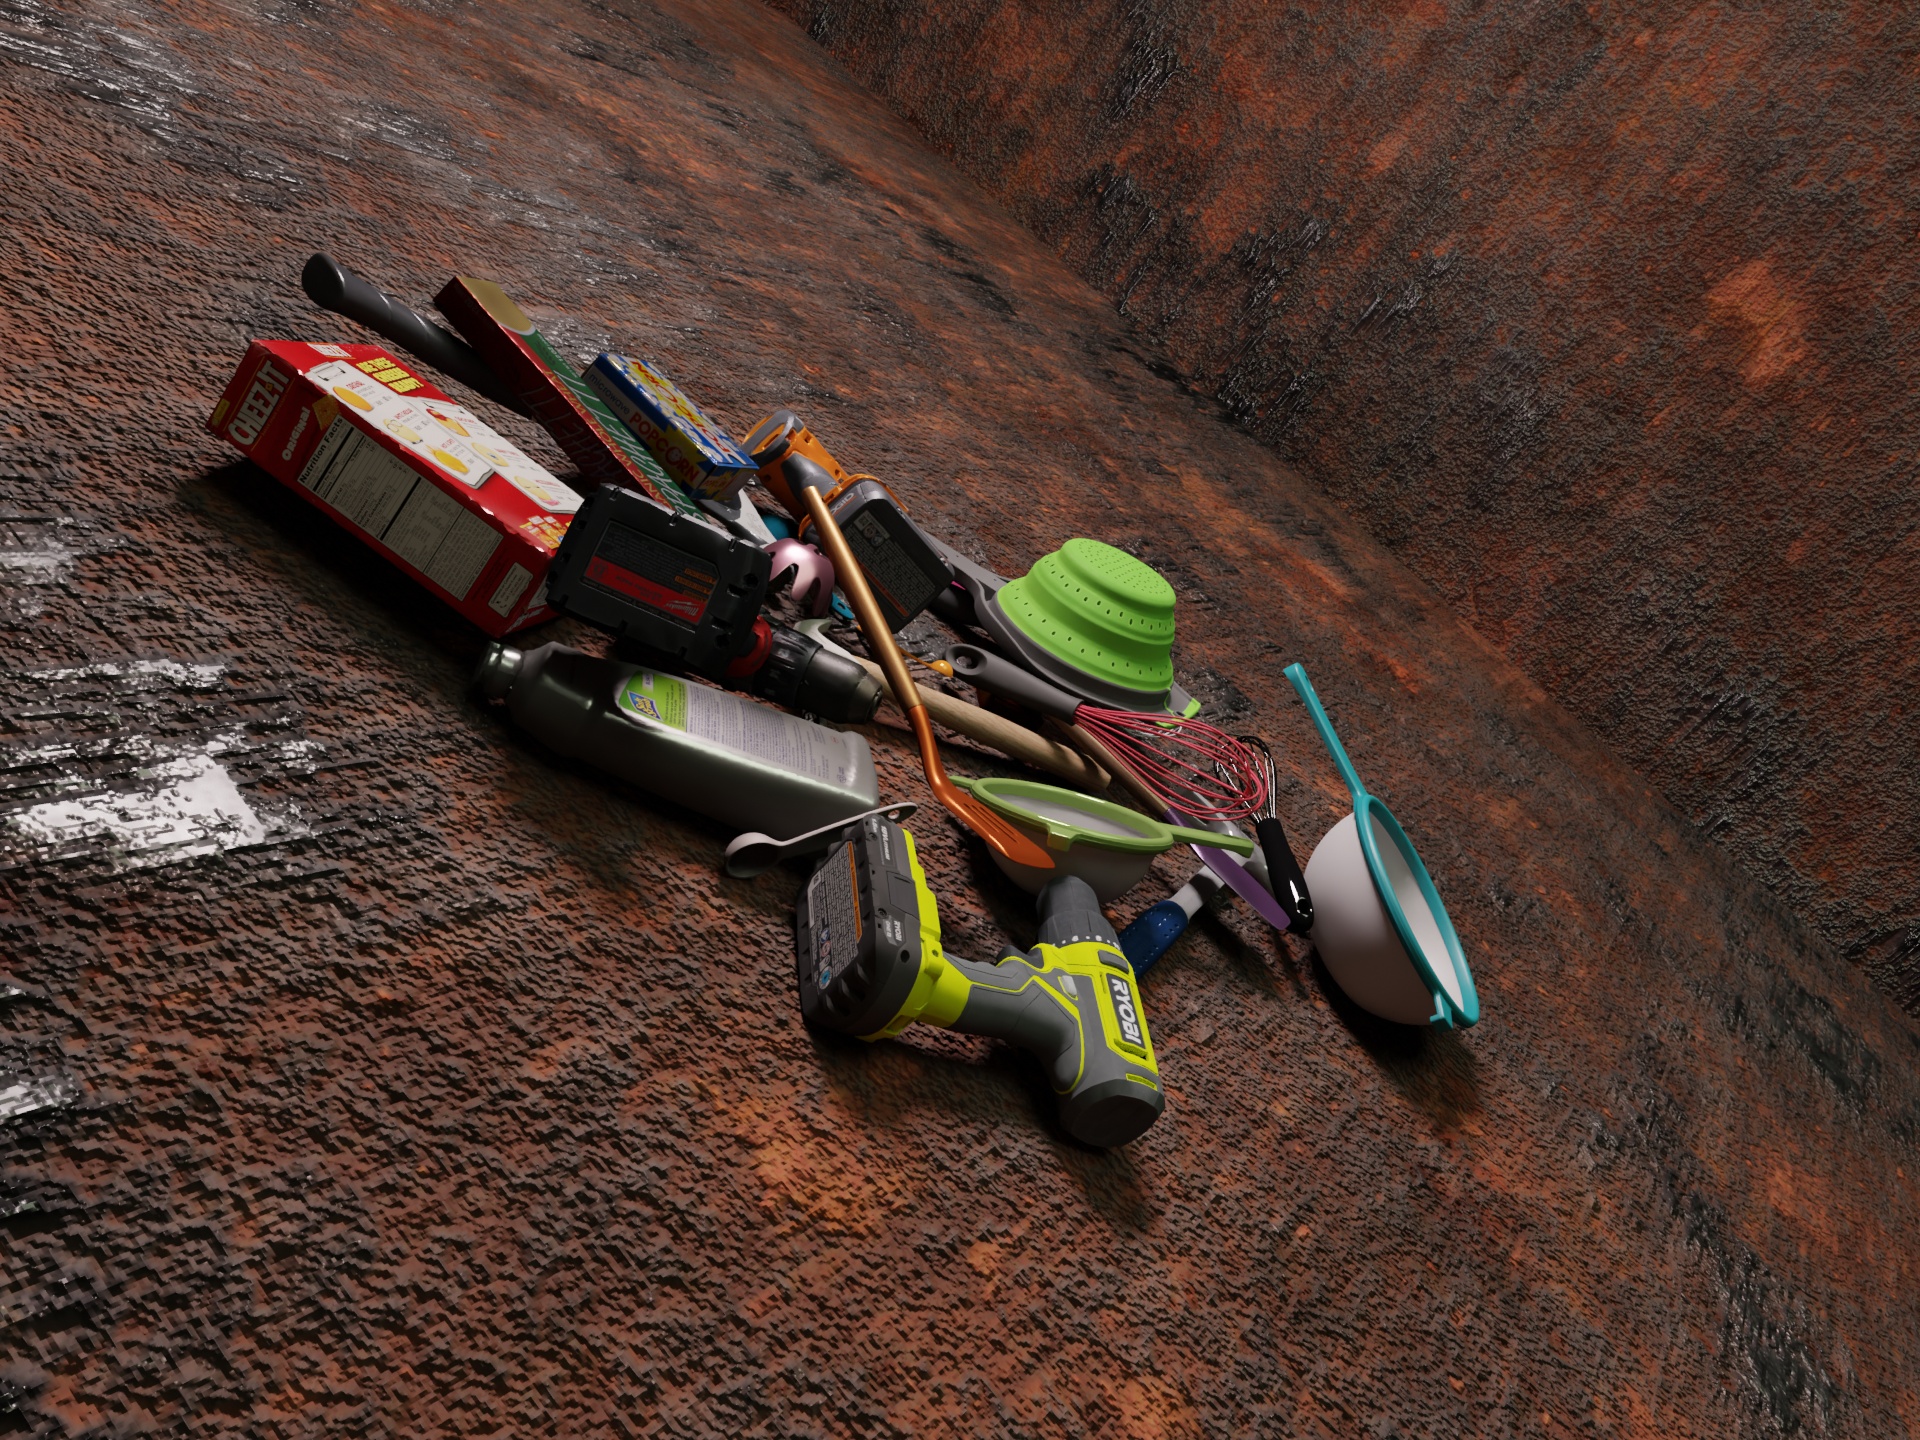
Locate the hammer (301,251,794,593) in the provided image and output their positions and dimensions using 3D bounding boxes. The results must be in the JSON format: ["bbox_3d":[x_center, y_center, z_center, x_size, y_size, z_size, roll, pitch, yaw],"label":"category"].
[{"bbox_3d":[-0.295,-0.224,1.180,0.408,0.036,0.149,29,22,-42],"label":"hammer"}]

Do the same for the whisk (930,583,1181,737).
[{"bbox_3d":[0.089,-0.061,1.477,0.284,0.070,0.070,27,26,-12],"label":"whisk"}]

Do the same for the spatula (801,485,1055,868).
[{"bbox_3d":[-0.033,-0.032,1.074,0.081,0.041,0.323,19,41,-64],"label":"spatula"}]

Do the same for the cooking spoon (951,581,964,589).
[{"bbox_3d":[0.030,-0.101,1.510,0.318,0.017,0.069,33,21,-10],"label":"cooking spoon"}]

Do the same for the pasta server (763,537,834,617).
[{"bbox_3d":[-0.110,-0.095,1.157,0.060,0.040,0.316,32,-2,-1],"label":"pasta server"}]

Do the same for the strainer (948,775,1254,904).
[{"bbox_3d":[0.116,0.102,1.179,0.256,0.069,0.152,11,8,-34],"label":"strainer"}]

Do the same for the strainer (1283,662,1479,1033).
[{"bbox_3d":[0.329,0.120,1.374,0.211,0.095,0.340,6,58,-65],"label":"strainer"}]

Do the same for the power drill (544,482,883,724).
[{"bbox_3d":[-0.145,-0.057,0.990,0.188,0.080,0.226,24,-6,6],"label":"power drill"}]

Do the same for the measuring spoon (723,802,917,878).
[{"bbox_3d":[-0.086,0.066,0.965,0.124,0.034,0.018,-16,53,-18],"label":"measuring spoon"}]

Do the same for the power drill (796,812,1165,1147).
[{"bbox_3d":[0.017,0.144,0.973,0.228,0.080,0.191,26,33,-28],"label":"power drill"}]

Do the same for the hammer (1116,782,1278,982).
[{"bbox_3d":[0.166,0.145,1.245,0.144,0.035,0.405,44,24,11],"label":"hammer"}]

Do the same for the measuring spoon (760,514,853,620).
[{"bbox_3d":[-0.128,-0.133,1.338,0.129,0.021,0.042,46,25,21],"label":"measuring spoon"}]

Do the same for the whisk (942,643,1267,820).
[{"bbox_3d":[0.111,0.002,1.287,0.296,0.073,0.073,26,19,21],"label":"whisk"}]

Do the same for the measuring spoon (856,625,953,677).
[{"bbox_3d":[-0.045,-0.059,1.287,0.117,0.011,0.021,29,2,42],"label":"measuring spoon"}]

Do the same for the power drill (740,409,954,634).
[{"bbox_3d":[-0.090,-0.159,1.323,0.164,0.084,0.227,46,2,-36],"label":"power drill"}]

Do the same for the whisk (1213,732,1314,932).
[{"bbox_3d":[0.265,0.092,1.379,0.055,0.055,0.239,26,32,-26],"label":"whisk"}]

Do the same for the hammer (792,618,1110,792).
[{"bbox_3d":[-0.002,-0.004,1.254,0.331,0.031,0.130,23,12,-39],"label":"hammer"}]

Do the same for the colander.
[{"bbox_3d":[0.057,-0.140,1.424,0.397,0.094,0.204,34,24,15],"label":"colander"}]

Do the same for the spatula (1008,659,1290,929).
[{"bbox_3d":[0.151,0.059,1.312,0.316,0.018,0.059,43,20,13],"label":"spatula"}]
